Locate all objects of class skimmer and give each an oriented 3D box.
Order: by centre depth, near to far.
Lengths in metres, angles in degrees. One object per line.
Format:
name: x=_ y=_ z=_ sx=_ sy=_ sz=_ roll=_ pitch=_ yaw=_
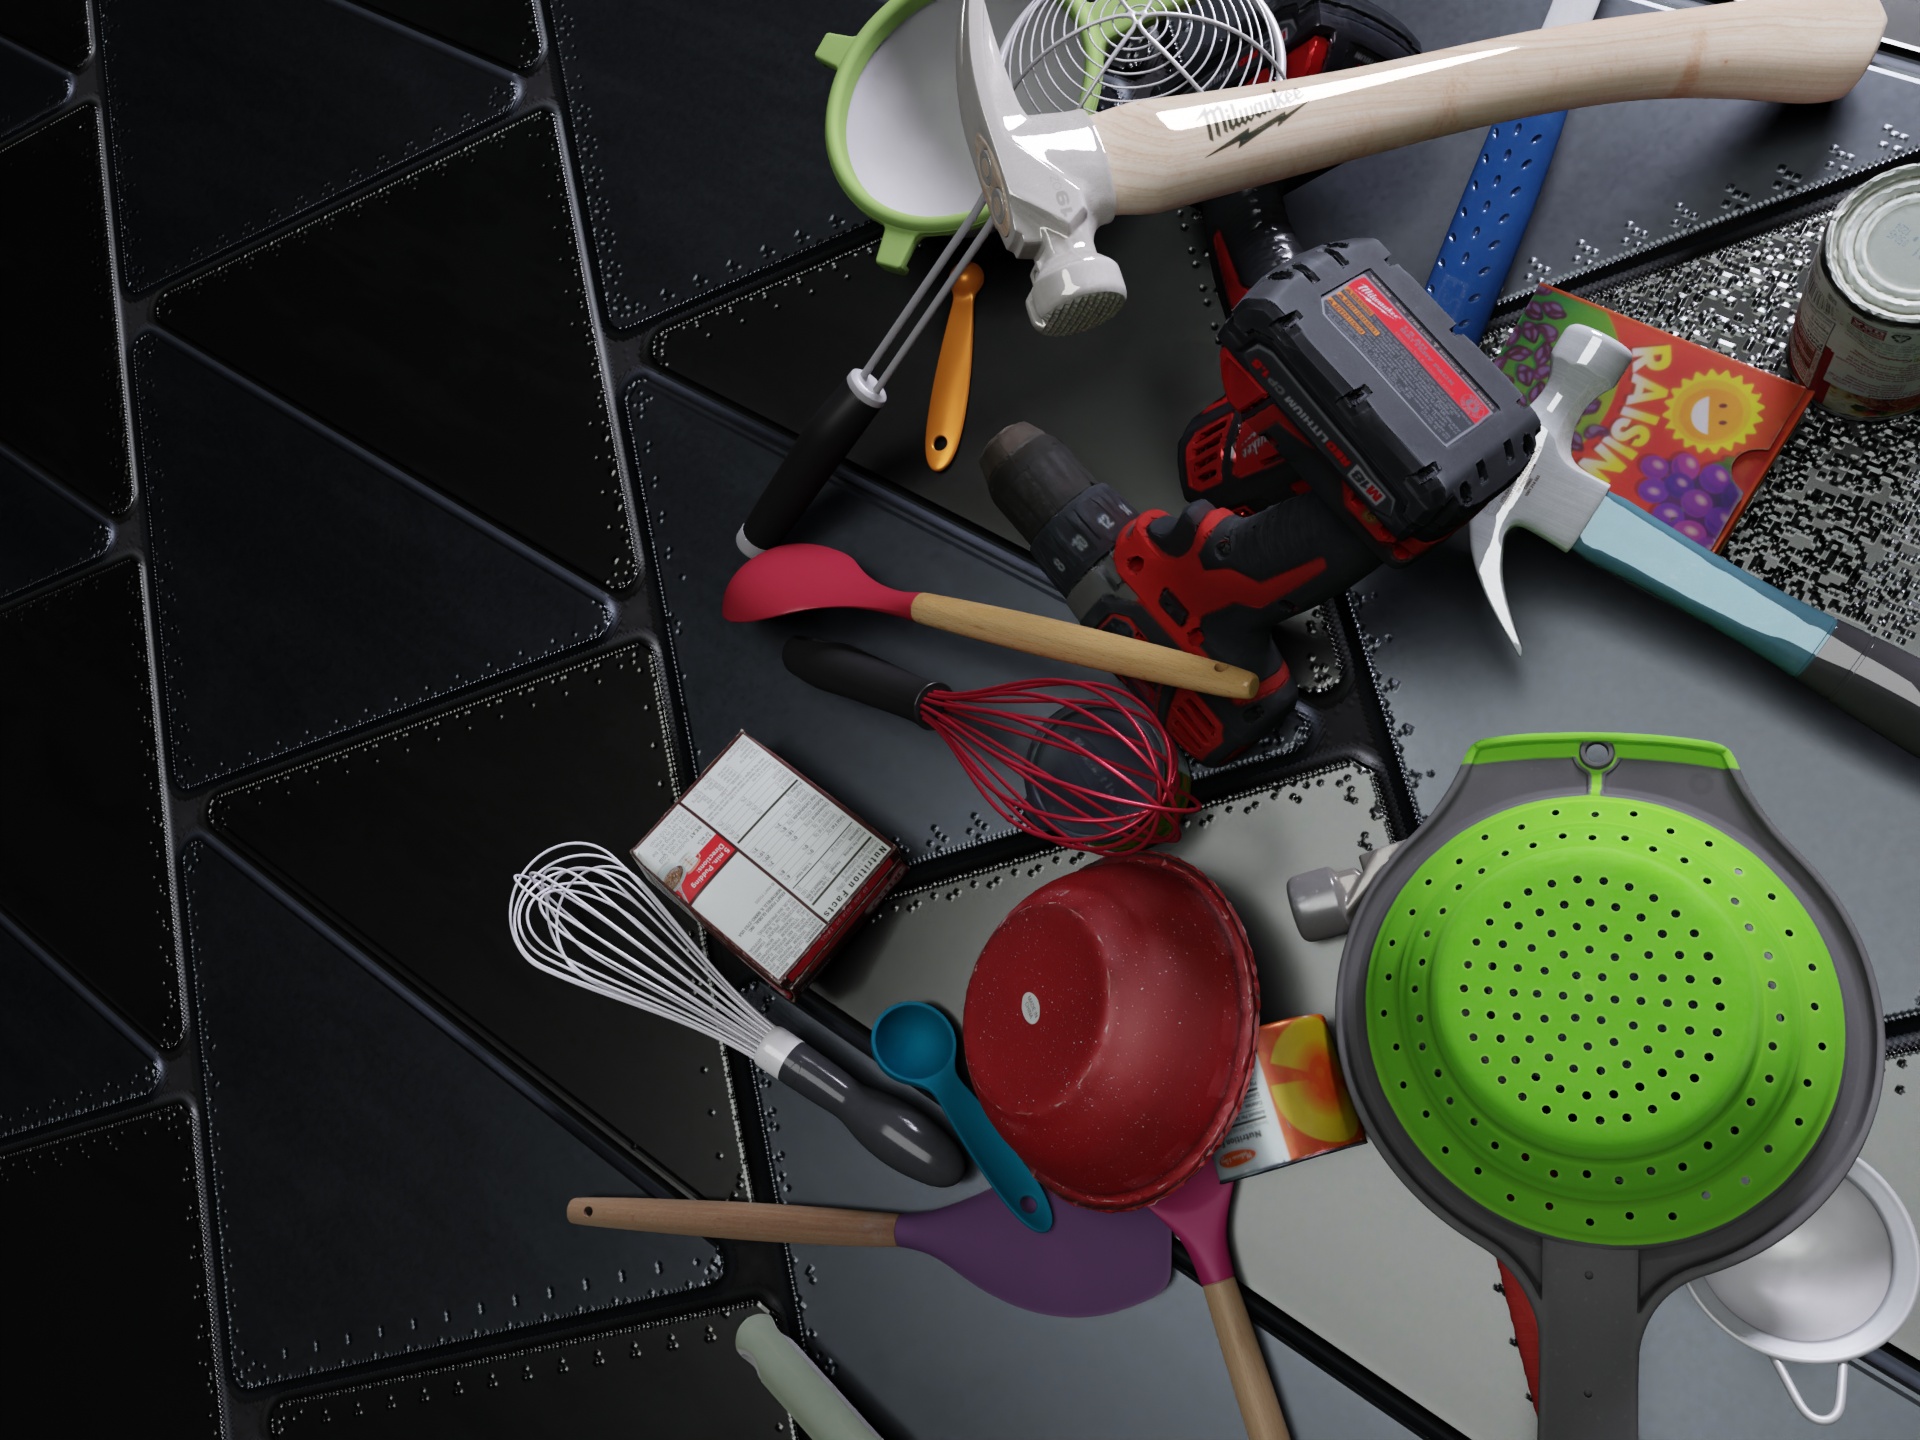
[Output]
skimmer: x=0.005 y=-0.205 z=0.774 sx=0.127 sy=0.090 sz=0.363 roll=55 pitch=128 yaw=16

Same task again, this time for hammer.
hammer: x=0.355 y=-0.023 z=0.634 sx=0.331 sy=0.033 sz=0.128 roll=34 pitch=106 yaw=14
hammer: x=0.249 y=0.219 z=0.655 sx=0.149 sy=0.036 sz=0.359 roll=-16 pitch=74 yaw=17
hammer: x=0.201 y=-0.268 z=0.657 sx=0.410 sy=0.038 sz=0.146 roll=-15 pitch=82 yaw=-13
hammer: x=0.283 y=-0.310 z=0.742 sx=0.144 sy=0.035 sz=0.405 roll=21 pitch=88 yaw=23

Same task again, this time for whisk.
whisk: x=-0.018 y=0.363 z=0.728 sx=0.246 sy=0.057 sz=0.059 roll=38 pitch=60 yaw=25
whisk: x=-0.001 y=-0.002 z=0.728 sx=0.296 sy=0.073 sz=0.073 roll=22 pitch=88 yaw=51
whisk: x=-0.117 y=0.150 z=0.799 sx=0.285 sy=0.070 sz=0.070 roll=30 pitch=92 yaw=18

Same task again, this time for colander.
colander: x=0.231 y=0.188 z=0.586 sx=0.204 sy=0.094 sz=0.397 roll=0 pitch=76 yaw=23

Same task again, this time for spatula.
spatula: x=-0.053 y=0.249 z=0.773 sx=0.316 sy=0.018 sz=0.060 roll=-2 pitch=73 yaw=20

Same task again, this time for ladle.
ladle: x=0.000 y=-0.047 z=0.752 sx=0.316 sy=0.031 sz=0.069 roll=16 pitch=45 yaw=37

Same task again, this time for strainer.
strainer: x=0.324 y=0.140 z=0.640 sx=0.087 sy=0.050 sz=0.259 roll=-4 pitch=73 yaw=16
strainer: x=0.057 y=-0.328 z=0.813 sx=0.256 sy=0.069 sz=0.152 roll=-22 pitch=71 yaw=15

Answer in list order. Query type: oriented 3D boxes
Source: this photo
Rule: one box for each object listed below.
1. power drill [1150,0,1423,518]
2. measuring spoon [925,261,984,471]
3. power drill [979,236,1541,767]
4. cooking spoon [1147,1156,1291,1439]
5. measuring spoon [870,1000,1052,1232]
power drill: x=0.159 y=-0.207 z=0.723 sx=0.143 sy=0.078 sz=0.220 roll=-17 pitch=72 yaw=50
measuring spoon: x=-0.005 y=-0.189 z=0.841 sx=0.021 sy=0.011 sz=0.117 roll=5 pitch=82 yaw=22
power drill: x=0.108 y=-0.099 z=0.676 sx=0.080 sy=0.226 sz=0.188 roll=-34 pitch=80 yaw=-35
cooking spoon: x=0.122 y=0.273 z=0.701 sx=0.069 sy=0.017 sz=0.319 roll=-17 pitch=74 yaw=0
measuring spoon: x=0.001 y=0.192 z=0.759 sx=0.042 sy=0.021 sz=0.129 roll=-26 pitch=67 yaw=-29
